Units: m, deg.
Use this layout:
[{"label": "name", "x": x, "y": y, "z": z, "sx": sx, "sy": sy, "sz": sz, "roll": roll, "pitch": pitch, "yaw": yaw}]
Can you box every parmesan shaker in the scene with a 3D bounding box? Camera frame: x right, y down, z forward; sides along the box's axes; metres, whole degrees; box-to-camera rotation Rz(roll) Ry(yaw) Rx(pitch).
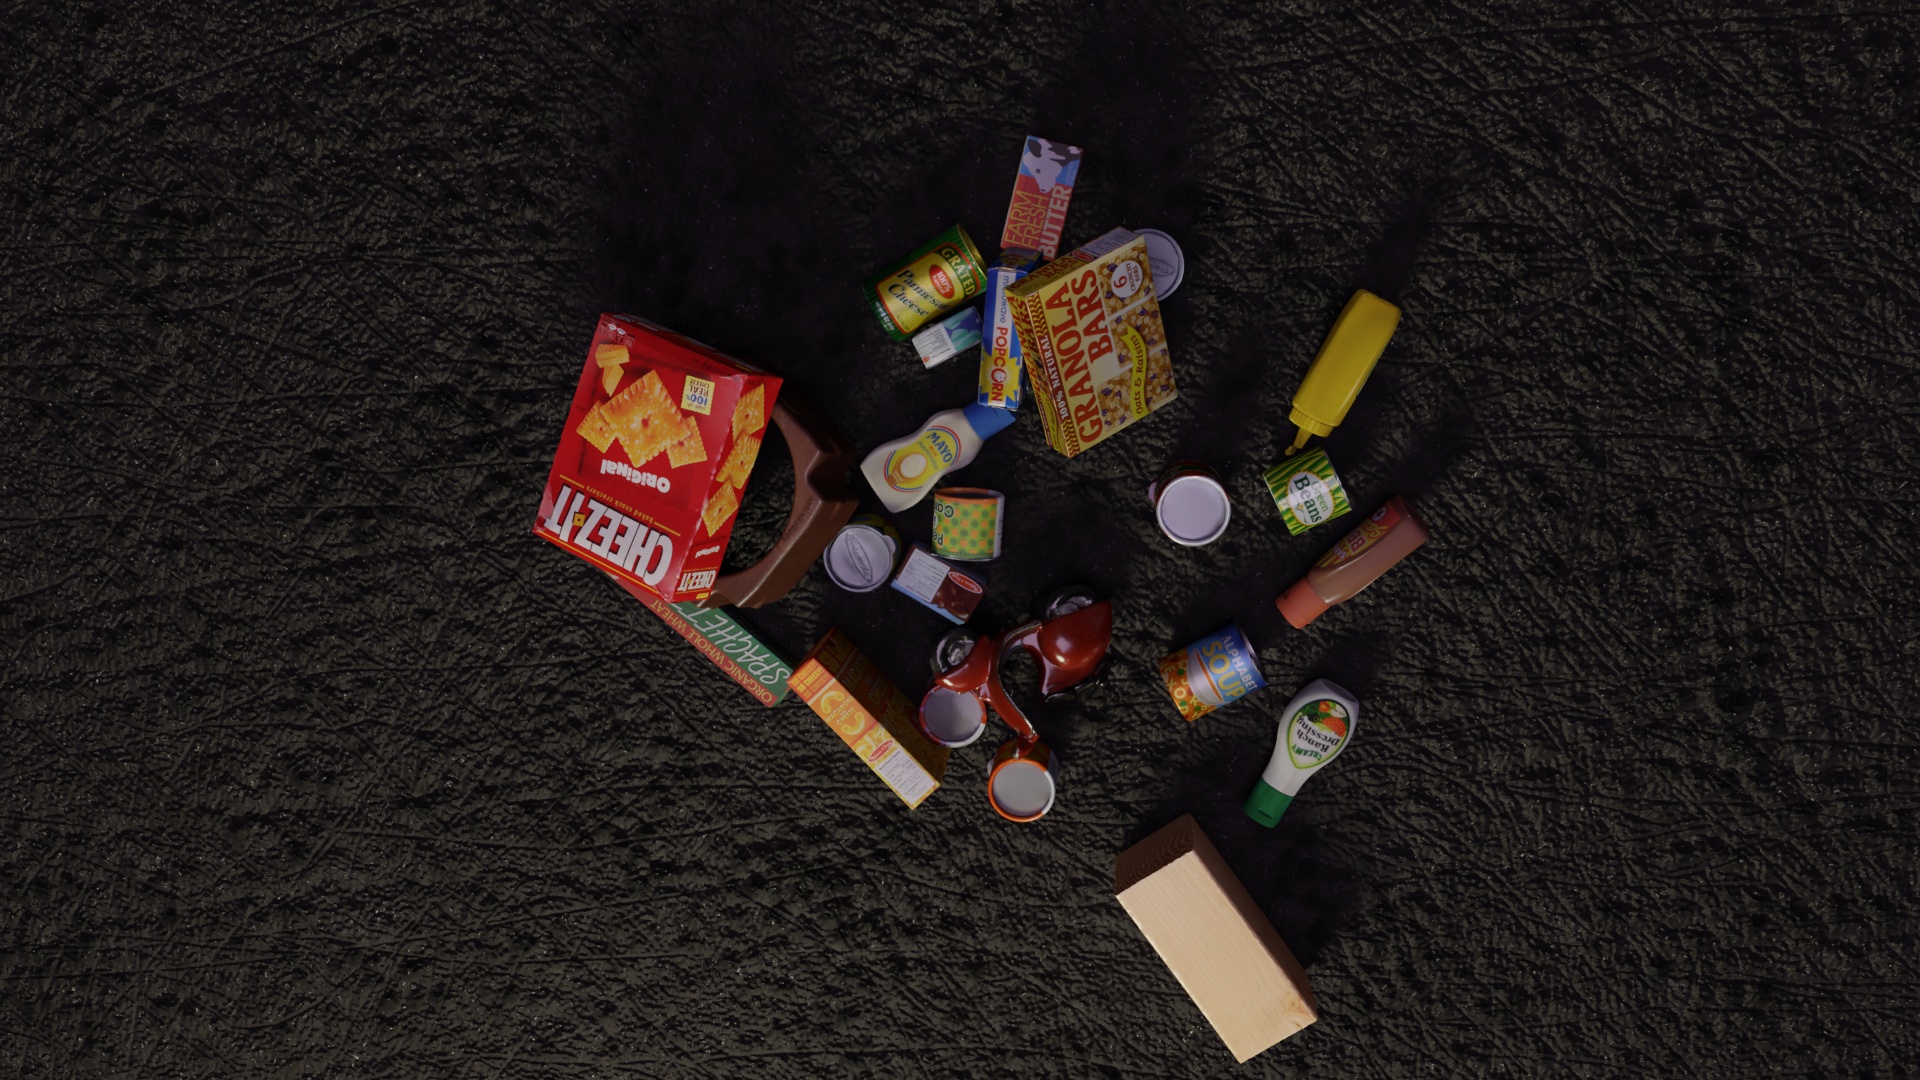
[{"label": "parmesan shaker", "x": -0.028, "y": -0.231, "z": 1.260, "sx": 0.103, "sy": 0.071, "sz": 0.071, "roll": -29, "pitch": 97, "yaw": 12}]

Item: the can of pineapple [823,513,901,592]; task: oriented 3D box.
[{"label": "can of pineapple", "x": -0.090, "y": 0.011, "z": 1.320, "sx": 0.071, "sy": 0.058, "sz": 0.071, "roll": 1, "pitch": 102, "yaw": 6}]

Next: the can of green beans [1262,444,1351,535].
[{"label": "can of green beans", "x": 0.313, "y": -0.045, "z": 1.257, "sx": 0.058, "sy": 0.071, "sz": 0.071, "roll": -25, "pitch": 98, "yaw": 11}]

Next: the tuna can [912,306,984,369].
[{"label": "tuna can", "x": -0.007, "y": -0.186, "z": 1.268, "sx": 0.071, "sy": 0.071, "sz": 0.033, "roll": -26, "pitch": 97, "yaw": 11}]

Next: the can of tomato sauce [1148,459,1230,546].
[{"label": "can of tomato sauce", "x": 0.208, "y": -0.035, "z": 1.263, "sx": 0.071, "sy": 0.083, "sz": 0.071, "roll": 1, "pitch": 102, "yaw": 6}]

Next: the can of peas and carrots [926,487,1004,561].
[{"label": "can of peas and carrots", "x": 0.005, "y": -0.016, "z": 1.298, "sx": 0.071, "sy": 0.071, "sz": 0.058, "roll": 5, "pitch": 101, "yaw": 6}]

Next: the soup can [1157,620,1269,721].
[{"label": "soup can", "x": 0.236, "y": 0.123, "z": 1.298, "sx": 0.083, "sy": 0.071, "sz": 0.071, "roll": -28, "pitch": 97, "yaw": 12}]

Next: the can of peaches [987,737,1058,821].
[{"label": "can of peaches", "x": 0.059, "y": 0.232, "z": 1.347, "sx": 0.071, "sy": 0.058, "sz": 0.071, "roll": 1, "pitch": 102, "yaw": 6}]

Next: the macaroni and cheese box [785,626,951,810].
[{"label": "macaroni and cheese box", "x": -0.082, "y": 0.164, "z": 1.316, "sx": 0.040, "sy": 0.124, "sz": 0.166, "roll": -43, "pitch": 94, "yaw": 10}]

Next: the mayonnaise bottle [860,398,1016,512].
[{"label": "mayonnaise bottle", "x": -0.018, "y": -0.089, "z": 1.300, "sx": 0.148, "sy": 0.041, "sz": 0.064, "roll": -33, "pitch": 94, "yaw": 12}]

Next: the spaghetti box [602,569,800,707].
[{"label": "spaghetti box", "x": -0.263, "y": 0.067, "z": 1.366, "sx": 0.250, "sy": 0.029, "sz": 0.050, "roll": 40, "pitch": 104, "yaw": -2}]

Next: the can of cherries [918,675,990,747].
[{"label": "can of cherries", "x": -0.006, "y": 0.157, "z": 1.339, "sx": 0.071, "sy": 0.058, "sz": 0.071, "roll": 1, "pitch": 102, "yaw": 6}]

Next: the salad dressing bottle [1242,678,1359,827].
[{"label": "salad dressing bottle", "x": 0.321, "y": 0.203, "z": 1.318, "sx": 0.064, "sy": 0.044, "sz": 0.147, "roll": 29, "pitch": 103, "yaw": 2}]

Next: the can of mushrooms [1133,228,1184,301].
[{"label": "can of mushrooms", "x": 0.167, "y": -0.245, "z": 1.251, "sx": 0.071, "sy": 0.033, "sz": 0.071, "roll": 1, "pitch": 101, "yaw": 6}]

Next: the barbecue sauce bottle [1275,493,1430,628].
[{"label": "barbecue sauce bottle", "x": 0.357, "y": 0.023, "z": 1.271, "sx": 0.043, "sy": 0.065, "sz": 0.148, "roll": 43, "pitch": 112, "yaw": -12}]

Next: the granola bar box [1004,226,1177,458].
[{"label": "granola bar box", "x": 0.116, "y": -0.172, "z": 1.211, "sx": 0.124, "sy": 0.039, "sz": 0.164, "roll": -30, "pitch": 126, "yaw": -16}]

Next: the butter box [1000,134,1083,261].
[{"label": "butter box", "x": 0.073, "y": -0.308, "z": 1.254, "sx": 0.053, "sy": 0.024, "sz": 0.103, "roll": 15, "pitch": 102, "yaw": 4}]

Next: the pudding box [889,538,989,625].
[{"label": "pudding box", "x": -0.020, "y": 0.041, "z": 1.332, "sx": 0.084, "sy": 0.030, "sz": 0.049, "roll": 30, "pitch": 102, "yaw": 0}]

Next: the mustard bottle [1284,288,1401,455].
[{"label": "mustard bottle", "x": 0.334, "y": -0.144, "z": 1.239, "sx": 0.049, "sy": 0.065, "sz": 0.159, "roll": 28, "pitch": 109, "yaw": 6}]

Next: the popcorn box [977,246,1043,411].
[{"label": "popcorn box", "x": 0.045, "y": -0.190, "z": 1.237, "sx": 0.038, "sy": 0.085, "sz": 0.126, "roll": 8, "pitch": 115, "yaw": 8}]
